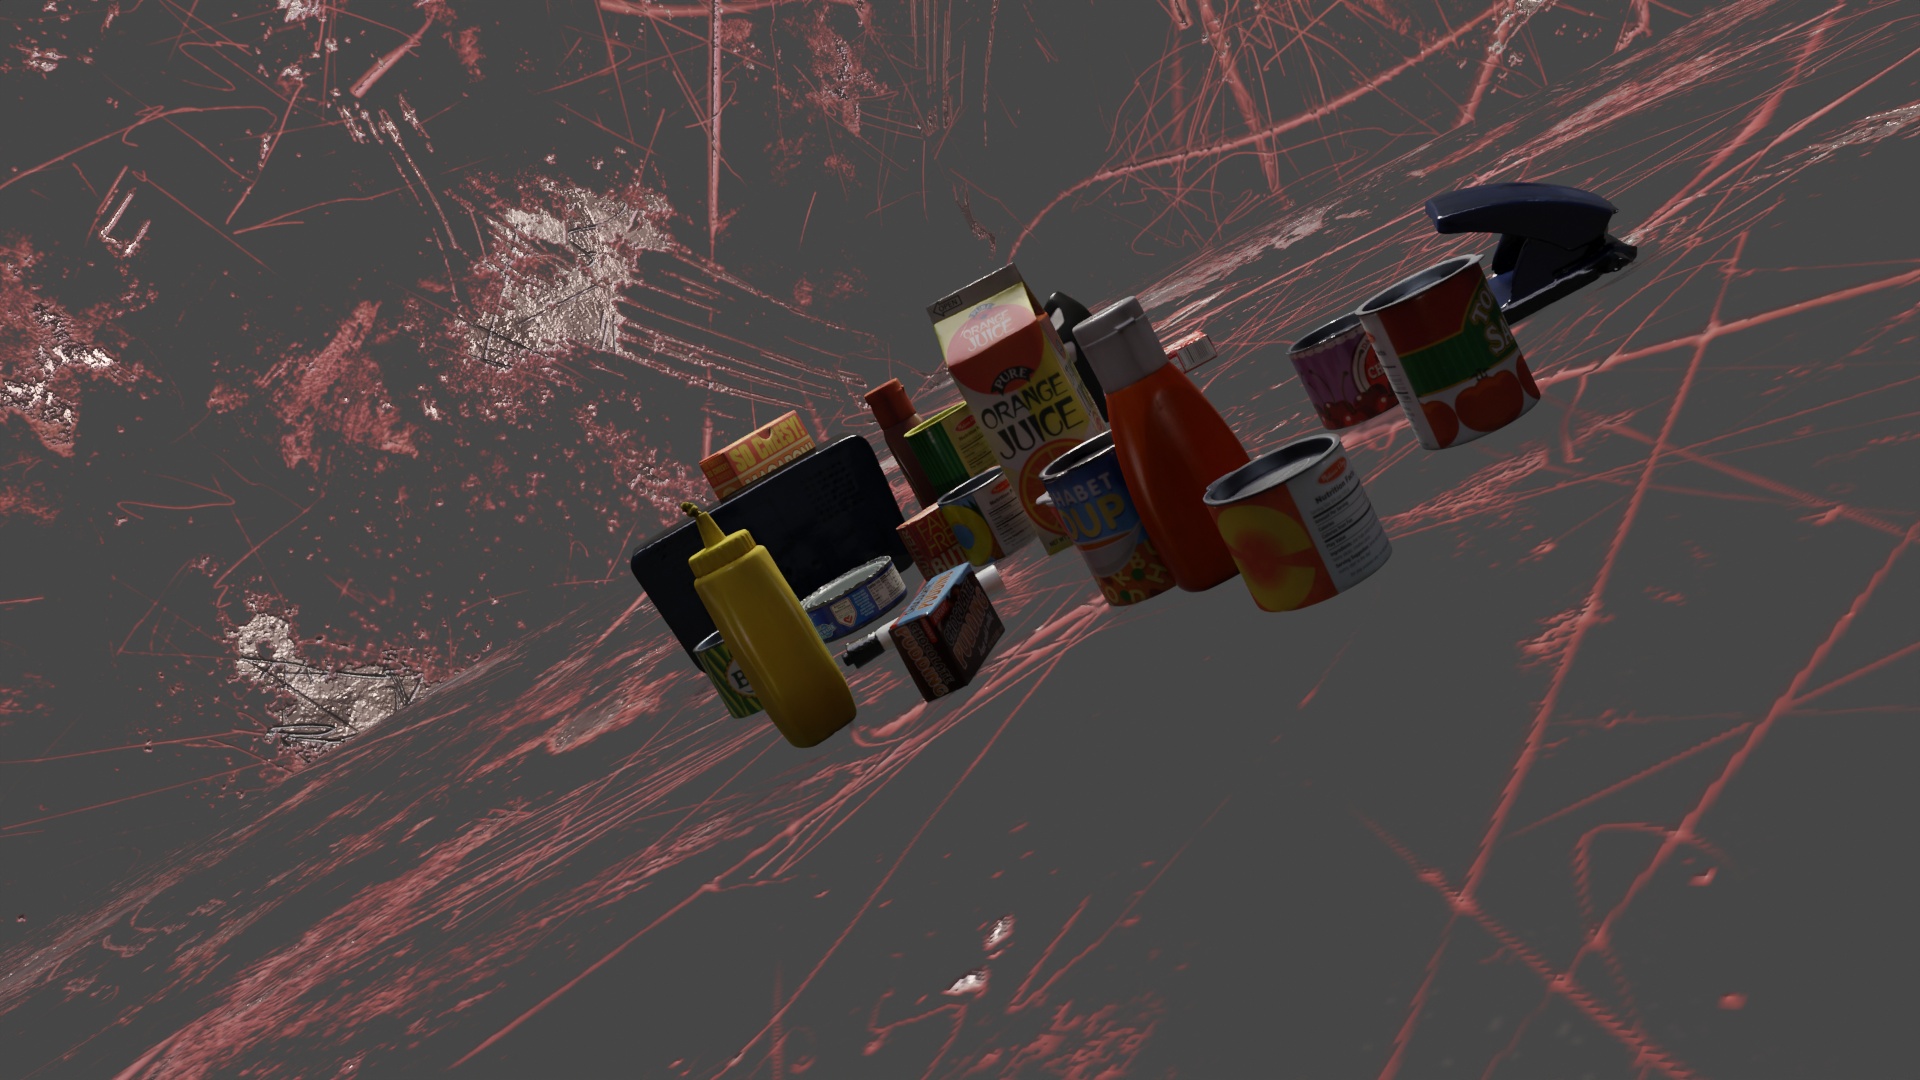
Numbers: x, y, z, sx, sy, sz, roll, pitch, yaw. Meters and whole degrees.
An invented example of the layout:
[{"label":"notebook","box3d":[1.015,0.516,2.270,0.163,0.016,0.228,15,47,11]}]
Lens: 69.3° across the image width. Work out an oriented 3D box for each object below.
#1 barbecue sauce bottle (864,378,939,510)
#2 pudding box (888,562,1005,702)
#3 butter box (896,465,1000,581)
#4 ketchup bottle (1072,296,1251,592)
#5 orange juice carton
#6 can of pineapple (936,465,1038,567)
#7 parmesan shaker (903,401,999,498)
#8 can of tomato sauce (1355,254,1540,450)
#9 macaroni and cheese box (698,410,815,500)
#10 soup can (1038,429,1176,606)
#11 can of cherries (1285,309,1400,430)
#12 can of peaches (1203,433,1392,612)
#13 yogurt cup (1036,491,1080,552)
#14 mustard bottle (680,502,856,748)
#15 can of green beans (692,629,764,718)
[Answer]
[{"label":"barbecue sauce bottle","box3d":[-0.040,-0.080,1.310,0.043,0.148,0.065,-28,9,6]},{"label":"pudding box","box3d":[-0.007,0.051,0.800,0.030,0.049,0.084,-25,10,23]},{"label":"butter box","box3d":[0.004,-0.014,1.118,0.104,0.053,0.024,-32,9,-24]},{"label":"ketchup bottle","box3d":[0.107,-0.051,0.708,0.065,0.148,0.043,-31,9,-14]},{"label":"orange juice carton","box3d":[0.051,-0.095,0.978,0.072,0.192,0.073,-27,9,13]},{"label":"can of pineapple","box3d":[0.023,-0.019,1.075,0.071,0.058,0.071,-28,9,5]},{"label":"parmesan shaker","box3d":[0.001,-0.063,1.238,0.071,0.103,0.071,-28,9,5]},{"label":"can of tomato sauce","box3d":[0.259,-0.099,0.731,0.071,0.083,0.071,-28,9,5]},{"label":"macaroni and cheese box","box3d":[-0.166,-0.031,1.358,0.040,0.166,0.124,-22,11,36]},{"label":"soup can","box3d":[0.089,-0.014,0.763,0.071,0.083,0.071,-28,9,5]},{"label":"can of cherries","box3d":[0.253,-0.111,0.891,0.071,0.058,0.071,-28,9,5]},{"label":"can of peaches","box3d":[0.151,-0.007,0.626,0.071,0.058,0.071,-28,9,5]},{"label":"yogurt cup","box3d":[0.093,-0.019,0.875,0.072,0.054,0.072,-28,9,5]},{"label":"mustard bottle","box3d":[-0.118,0.045,0.818,0.049,0.160,0.065,-32,9,-19]},{"label":"can of green beans","box3d":[-0.150,0.088,1.002,0.071,0.057,0.071,-28,9,5]}]
